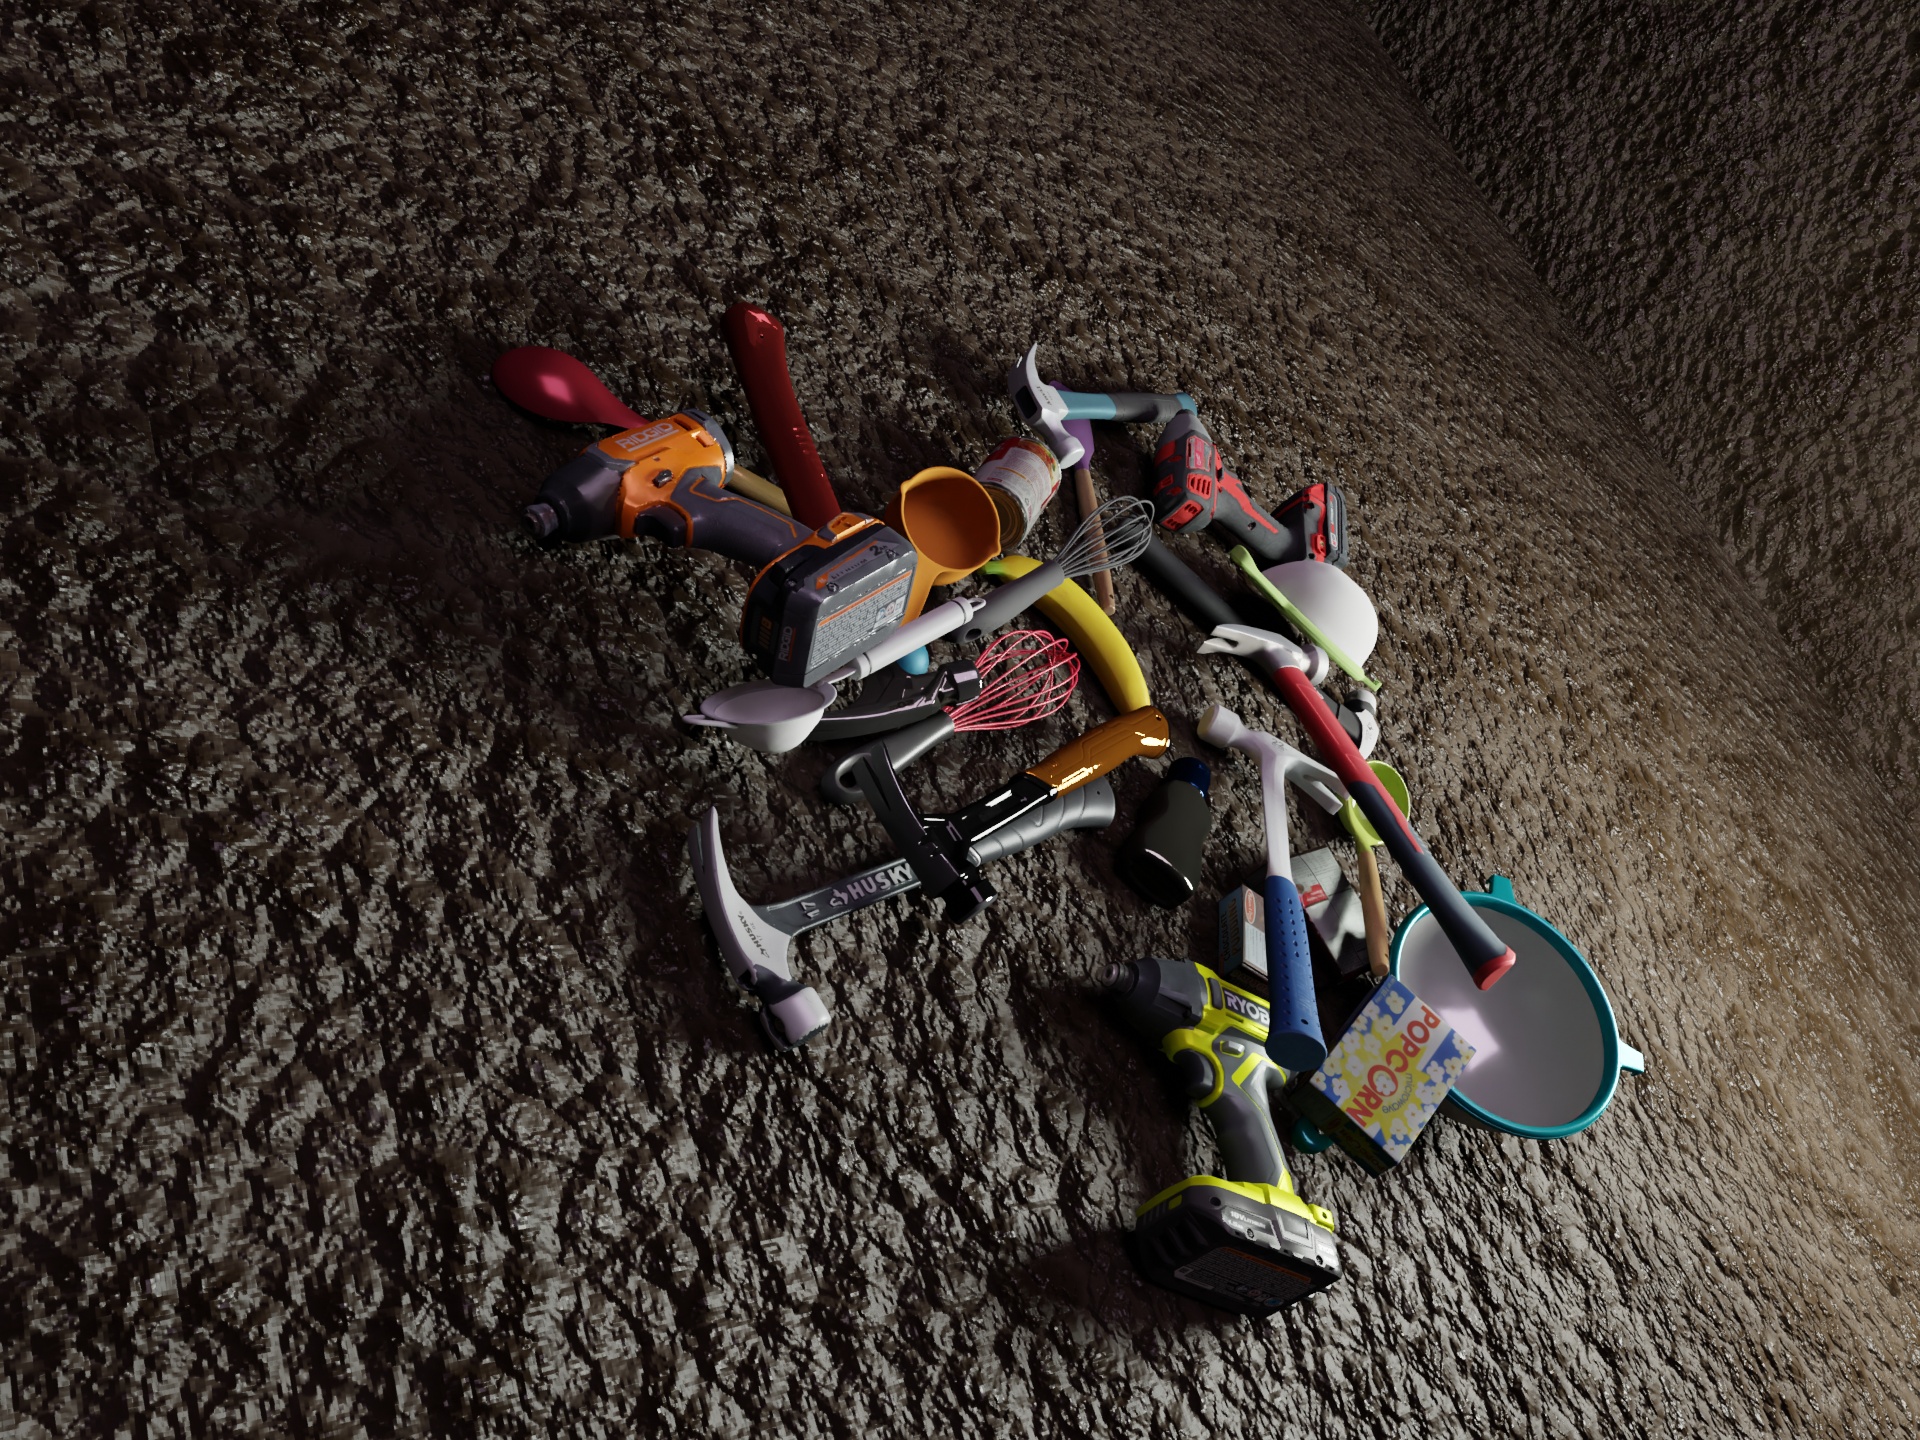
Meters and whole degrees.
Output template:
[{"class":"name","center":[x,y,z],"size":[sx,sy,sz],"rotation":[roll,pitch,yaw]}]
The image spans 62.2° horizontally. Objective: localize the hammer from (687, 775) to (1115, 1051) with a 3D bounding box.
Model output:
[{"class":"hammer","center":[-0.016,0.090,1.076],"size":[0.409,0.036,0.149],"rotation":[-16,69,-51]}]

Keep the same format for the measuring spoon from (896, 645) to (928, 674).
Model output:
[{"class":"measuring spoon","center":[-0.072,-0.079,1.172],"size":[0.128,0.021,0.042],"rotation":[46,62,2]}]

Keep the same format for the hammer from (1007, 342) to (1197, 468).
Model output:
[{"class":"hammer","center":[0.153,-0.313,1.594],"size":[0.331,0.033,0.128],"rotation":[-15,69,-55]}]

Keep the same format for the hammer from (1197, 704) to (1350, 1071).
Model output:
[{"class":"hammer","center":[0.255,0.124,1.241],"size":[0.144,0.035,0.406],"rotation":[27,30,-8]}]

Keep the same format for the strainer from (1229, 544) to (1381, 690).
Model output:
[{"class":"strainer","center":[0.329,-0.128,1.511],"size":[0.256,0.069,0.152],"rotation":[29,18,-53]}]

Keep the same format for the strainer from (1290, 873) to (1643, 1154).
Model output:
[{"class":"strainer","center":[0.373,0.273,1.274],"size":[0.340,0.095,0.211],"rotation":[-21,68,-30]}]

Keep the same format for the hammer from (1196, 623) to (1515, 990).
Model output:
[{"class":"hammer","center":[0.333,0.061,1.333],"size":[0.143,0.038,0.387],"rotation":[10,39,-35]}]

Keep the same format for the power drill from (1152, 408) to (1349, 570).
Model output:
[{"class":"power drill","center":[0.291,-0.227,1.630],"size":[0.219,0.078,0.143],"rotation":[24,51,-24]}]

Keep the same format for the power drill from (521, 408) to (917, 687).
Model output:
[{"class":"power drill","center":[-0.160,-0.115,1.026],"size":[0.227,0.084,0.164],"rotation":[33,41,21]}]

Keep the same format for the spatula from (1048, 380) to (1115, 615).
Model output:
[{"class":"spatula","center":[0.116,-0.216,1.499],"size":[0.059,0.018,0.316],"rotation":[24,42,-31]}]

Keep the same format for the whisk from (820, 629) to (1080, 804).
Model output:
[{"class":"whisk","center":[-0.002,-0.004,1.159],"size":[0.073,0.073,0.296],"rotation":[53,43,6]}]

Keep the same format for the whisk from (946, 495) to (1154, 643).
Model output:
[{"class":"whisk","center":[0.077,-0.122,1.300],"size":[0.239,0.055,0.055],"rotation":[-34,83,-31]}]

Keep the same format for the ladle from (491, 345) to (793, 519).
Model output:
[{"class":"ladle","center":[-0.189,-0.190,1.160],"size":[0.315,0.031,0.069],"rotation":[26,42,-30]}]

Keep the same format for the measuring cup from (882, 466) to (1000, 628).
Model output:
[{"class":"measuring cup","center":[-0.034,-0.116,1.240],"size":[0.095,0.052,0.174],"rotation":[32,64,-17]}]

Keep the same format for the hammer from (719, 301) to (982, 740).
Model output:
[{"class":"hammer","center":[-0.114,-0.152,1.145],"size":[0.149,0.036,0.359],"rotation":[-12,66,-25]}]

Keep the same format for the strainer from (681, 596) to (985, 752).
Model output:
[{"class":"strainer","center":[-0.073,-0.031,1.045],"size":[0.258,0.087,0.050],"rotation":[-30,121,-36]}]

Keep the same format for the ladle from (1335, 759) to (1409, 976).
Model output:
[{"class":"ladle","center":[0.357,0.123,1.350],"size":[0.078,0.062,0.320],"rotation":[52,22,-12]}]

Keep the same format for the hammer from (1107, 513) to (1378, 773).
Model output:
[{"class":"hammer","center":[0.269,-0.076,1.513],"size":[0.334,0.035,0.146],"rotation":[41,36,-10]}]

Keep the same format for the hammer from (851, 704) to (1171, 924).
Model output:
[{"class":"hammer","center":[0.059,0.036,1.146],"size":[0.127,0.034,0.337],"rotation":[55,36,9]}]

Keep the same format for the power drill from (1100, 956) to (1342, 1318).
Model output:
[{"class":"power drill","center":[0.170,0.268,1.071],"size":[0.171,0.080,0.223],"rotation":[28,37,-25]}]
